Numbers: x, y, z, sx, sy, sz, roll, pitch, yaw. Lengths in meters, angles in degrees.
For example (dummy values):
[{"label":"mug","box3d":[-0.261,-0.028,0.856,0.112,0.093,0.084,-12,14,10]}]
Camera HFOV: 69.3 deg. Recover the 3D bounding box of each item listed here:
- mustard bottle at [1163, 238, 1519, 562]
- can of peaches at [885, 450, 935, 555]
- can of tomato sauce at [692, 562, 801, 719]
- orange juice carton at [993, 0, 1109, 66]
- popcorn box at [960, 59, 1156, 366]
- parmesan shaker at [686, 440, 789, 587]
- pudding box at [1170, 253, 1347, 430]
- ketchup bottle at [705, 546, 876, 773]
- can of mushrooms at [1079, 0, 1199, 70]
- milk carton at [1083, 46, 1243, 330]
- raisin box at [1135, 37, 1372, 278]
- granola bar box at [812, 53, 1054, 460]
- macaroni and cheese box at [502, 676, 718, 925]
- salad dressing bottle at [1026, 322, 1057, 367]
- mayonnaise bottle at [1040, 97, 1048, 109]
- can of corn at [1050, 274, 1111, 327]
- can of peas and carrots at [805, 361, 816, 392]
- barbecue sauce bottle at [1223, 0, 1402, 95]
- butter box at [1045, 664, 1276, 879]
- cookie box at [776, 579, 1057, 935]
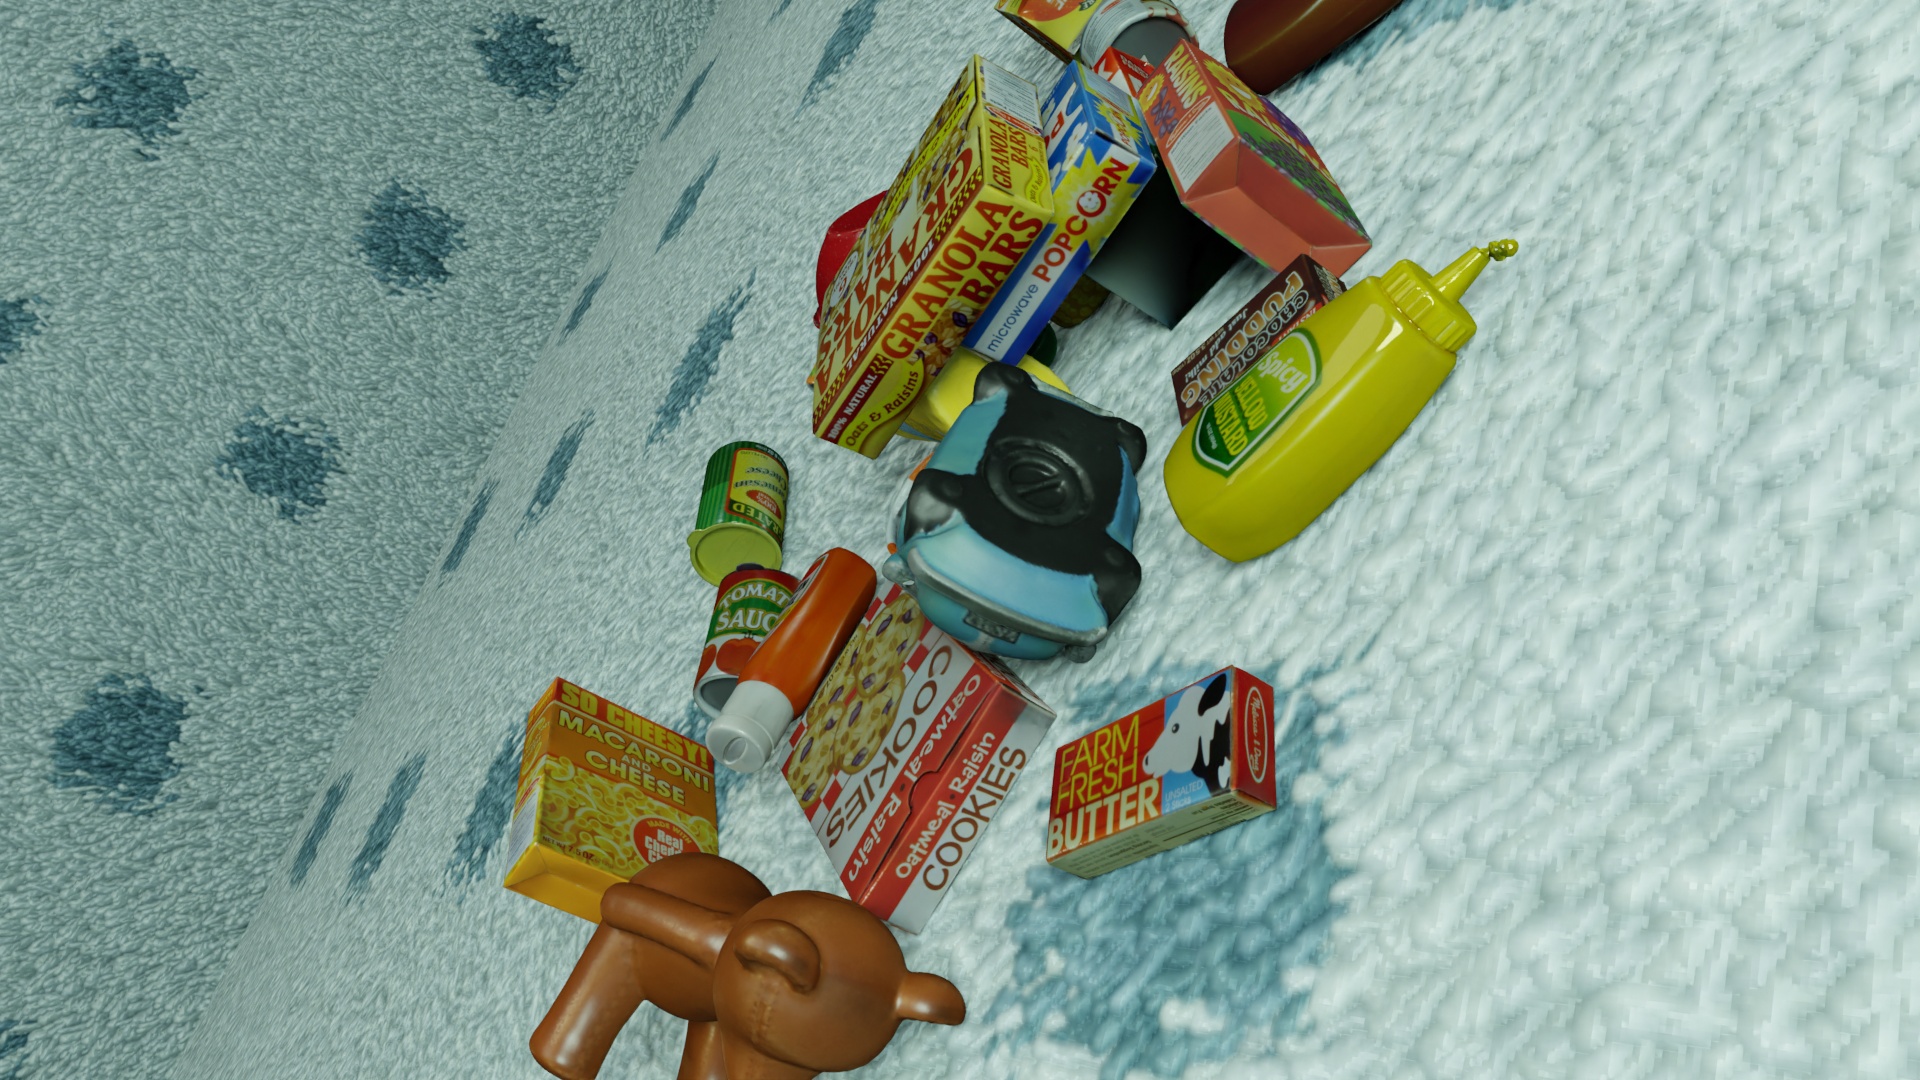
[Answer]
[{"label":"mustard bottle","box3d":[0.147,-0.061,0.537,0.159,0.049,0.065,-46,30,27]},{"label":"can of peaches","box3d":[0.003,-0.009,0.737,0.071,0.058,0.071,-43,29,32]},{"label":"can of tomato sauce","box3d":[-0.130,0.068,0.886,0.071,0.071,0.083,-36,35,41]},{"label":"orange juice carton","box3d":[0.080,-0.360,0.925,0.071,0.073,0.193,-52,17,15]},{"label":"popcorn box","box3d":[0.040,-0.158,0.679,0.126,0.038,0.085,-53,24,31]},{"label":"parmesan shaker","box3d":[-0.167,-0.022,1.047,0.071,0.071,0.103,-45,29,29]},{"label":"pudding box","box3d":[0.132,-0.078,0.605,0.083,0.030,0.050,-43,31,33]},{"label":"ketchup bottle","box3d":[-0.097,0.070,0.804,0.064,0.043,0.150,-54,5,42]},{"label":"can of mushrooms","box3d":[0.110,-0.293,0.838,0.070,0.071,0.033,-48,38,25]},{"label":"milk carton","box3d":[0.094,-0.204,0.759,0.072,0.073,0.191,-48,28,29]},{"label":"raisin box","box3d":[0.133,-0.175,0.644,0.040,0.086,0.124,-48,27,28]},{"label":"granola bar box","box3d":[-0.018,-0.139,0.686,0.164,0.039,0.125,-51,28,36]},{"label":"macaroni and cheese box","box3d":[-0.213,0.169,0.865,0.040,0.123,0.167,-51,26,16]},{"label":"salad dressing bottle","box3d":[0.011,-0.127,0.867,0.064,0.044,0.148,-52,26,-5]},{"label":"mayonnaise bottle","box3d":[0.055,-0.222,0.889,0.064,0.041,0.149,-18,47,52]},{"label":"can of corn","box3d":[0.056,-0.165,0.807,0.071,0.058,0.071,-43,30,32]},{"label":"can of peas and carrots","box3d":[-0.066,-0.120,0.976,0.059,0.071,0.071,-63,25,-6]},{"label":"barbecue sauce bottle","box3d":[0.198,-0.282,0.689,0.148,0.043,0.065,-22,44,52]},{"label":"butter box","box3d":[0.075,0.091,0.534,0.103,0.024,0.053,-34,36,43]},{"label":"cookie box","box3d":[-0.030,0.100,0.699,0.123,0.040,0.168,-58,25,3]}]
